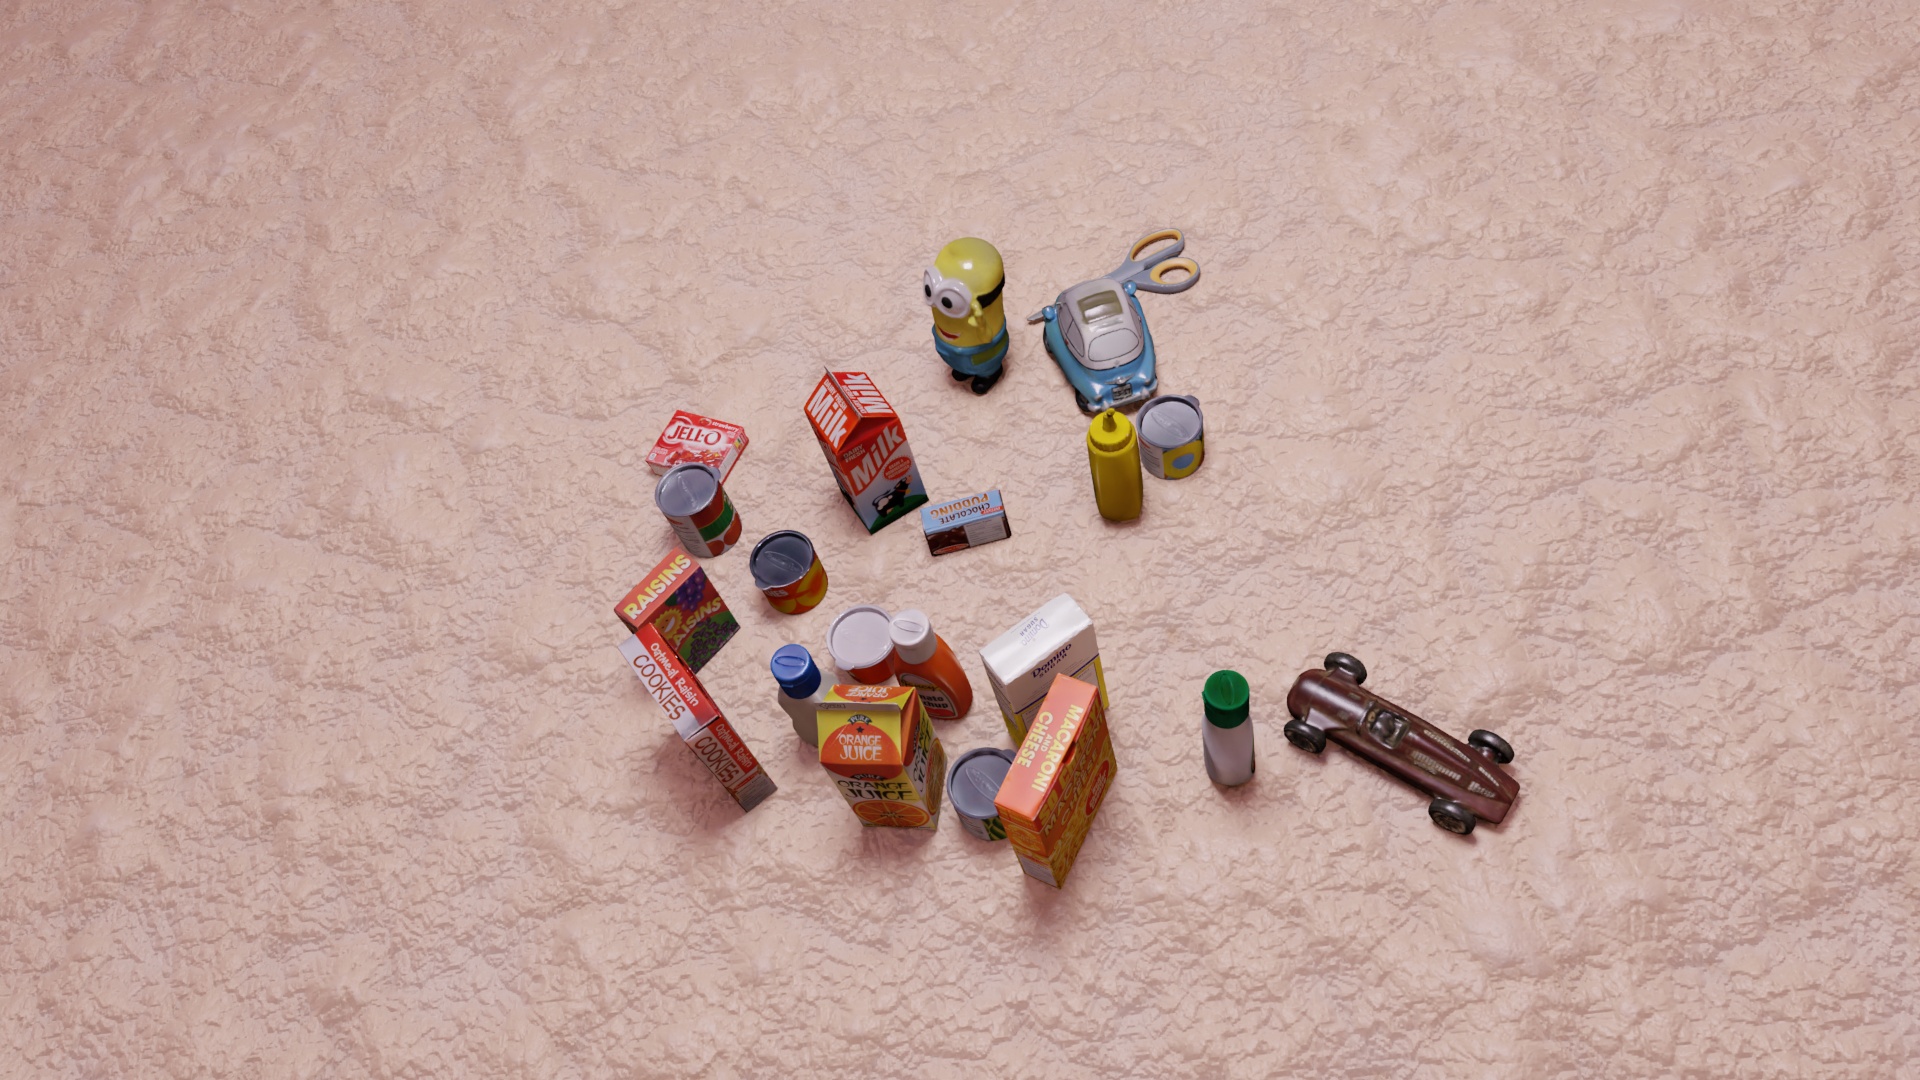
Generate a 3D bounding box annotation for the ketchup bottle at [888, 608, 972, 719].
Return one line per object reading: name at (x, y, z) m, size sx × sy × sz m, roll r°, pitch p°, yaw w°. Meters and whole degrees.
ketchup bottle at (-0.031, 0.111, 1.249) m, size 0.065 × 0.148 × 0.044 m, roll 12°, pitch 62°, yaw 19°

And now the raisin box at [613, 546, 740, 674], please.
raisin box at (-0.271, 0.074, 1.338) m, size 0.040 × 0.123 × 0.086 m, roll 34°, pitch 70°, yaw 28°

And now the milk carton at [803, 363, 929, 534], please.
milk carton at (-0.095, -0.095, 1.369) m, size 0.073 × 0.189 × 0.072 m, roll -32°, pitch 57°, yaw -8°

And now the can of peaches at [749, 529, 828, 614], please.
can of peaches at (-0.171, 0.034, 1.382) m, size 0.071 × 0.057 × 0.071 m, roll -5°, pitch 57°, yaw 9°

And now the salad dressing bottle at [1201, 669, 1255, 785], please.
salad dressing bottle at (0.225, 0.157, 1.166) m, size 0.044 × 0.147 × 0.064 m, roll -9°, pitch 57°, yaw 6°

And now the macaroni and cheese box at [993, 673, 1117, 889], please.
macaroni and cheese box at (0.083, 0.203, 1.155) m, size 0.040 × 0.165 × 0.124 m, roll 19°, pitch 64°, yaw 22°

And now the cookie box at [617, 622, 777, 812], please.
cookie box at (-0.234, 0.160, 1.248) m, size 0.040 × 0.166 × 0.123 m, roll -37°, pitch 58°, yaw -12°

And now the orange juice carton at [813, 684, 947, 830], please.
orange juice carton at (-0.067, 0.179, 1.186) m, size 0.072 × 0.191 × 0.073 m, roll 1°, pitch 58°, yaw 12°

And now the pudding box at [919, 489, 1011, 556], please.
pudding box at (0.005, -0.017, 1.383) m, size 0.084 × 0.049 × 0.030 m, roll -15°, pitch 56°, yaw 2°

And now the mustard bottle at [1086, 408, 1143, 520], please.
mustard bottle at (0.147, -0.081, 1.327) m, size 0.049 × 0.159 × 0.065 m, roll -4°, pitch 58°, yaw 10°

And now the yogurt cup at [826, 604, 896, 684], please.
yogurt cup at (-0.089, 0.102, 1.323) m, size 0.072 × 0.053 × 0.073 m, roll -5°, pitch 57°, yaw 9°

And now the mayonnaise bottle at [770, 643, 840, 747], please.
mayonnaise bottle at (-0.132, 0.142, 1.250) m, size 0.065 × 0.147 × 0.041 m, roll 4°, pitch 59°, yaw 15°

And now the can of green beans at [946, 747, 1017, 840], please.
can of green beans at (0.025, 0.223, 1.219) m, size 0.071 × 0.057 × 0.071 m, roll -5°, pitch 57°, yaw 9°

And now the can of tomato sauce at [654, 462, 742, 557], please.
can of tomato sauce at (-0.267, -0.032, 1.429) m, size 0.071 × 0.082 × 0.071 m, roll -5°, pitch 57°, yaw 9°

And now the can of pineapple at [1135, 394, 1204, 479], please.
can of pineapple at (0.212, -0.104, 1.389) m, size 0.071 × 0.057 × 0.071 m, roll -5°, pitch 57°, yaw 9°
